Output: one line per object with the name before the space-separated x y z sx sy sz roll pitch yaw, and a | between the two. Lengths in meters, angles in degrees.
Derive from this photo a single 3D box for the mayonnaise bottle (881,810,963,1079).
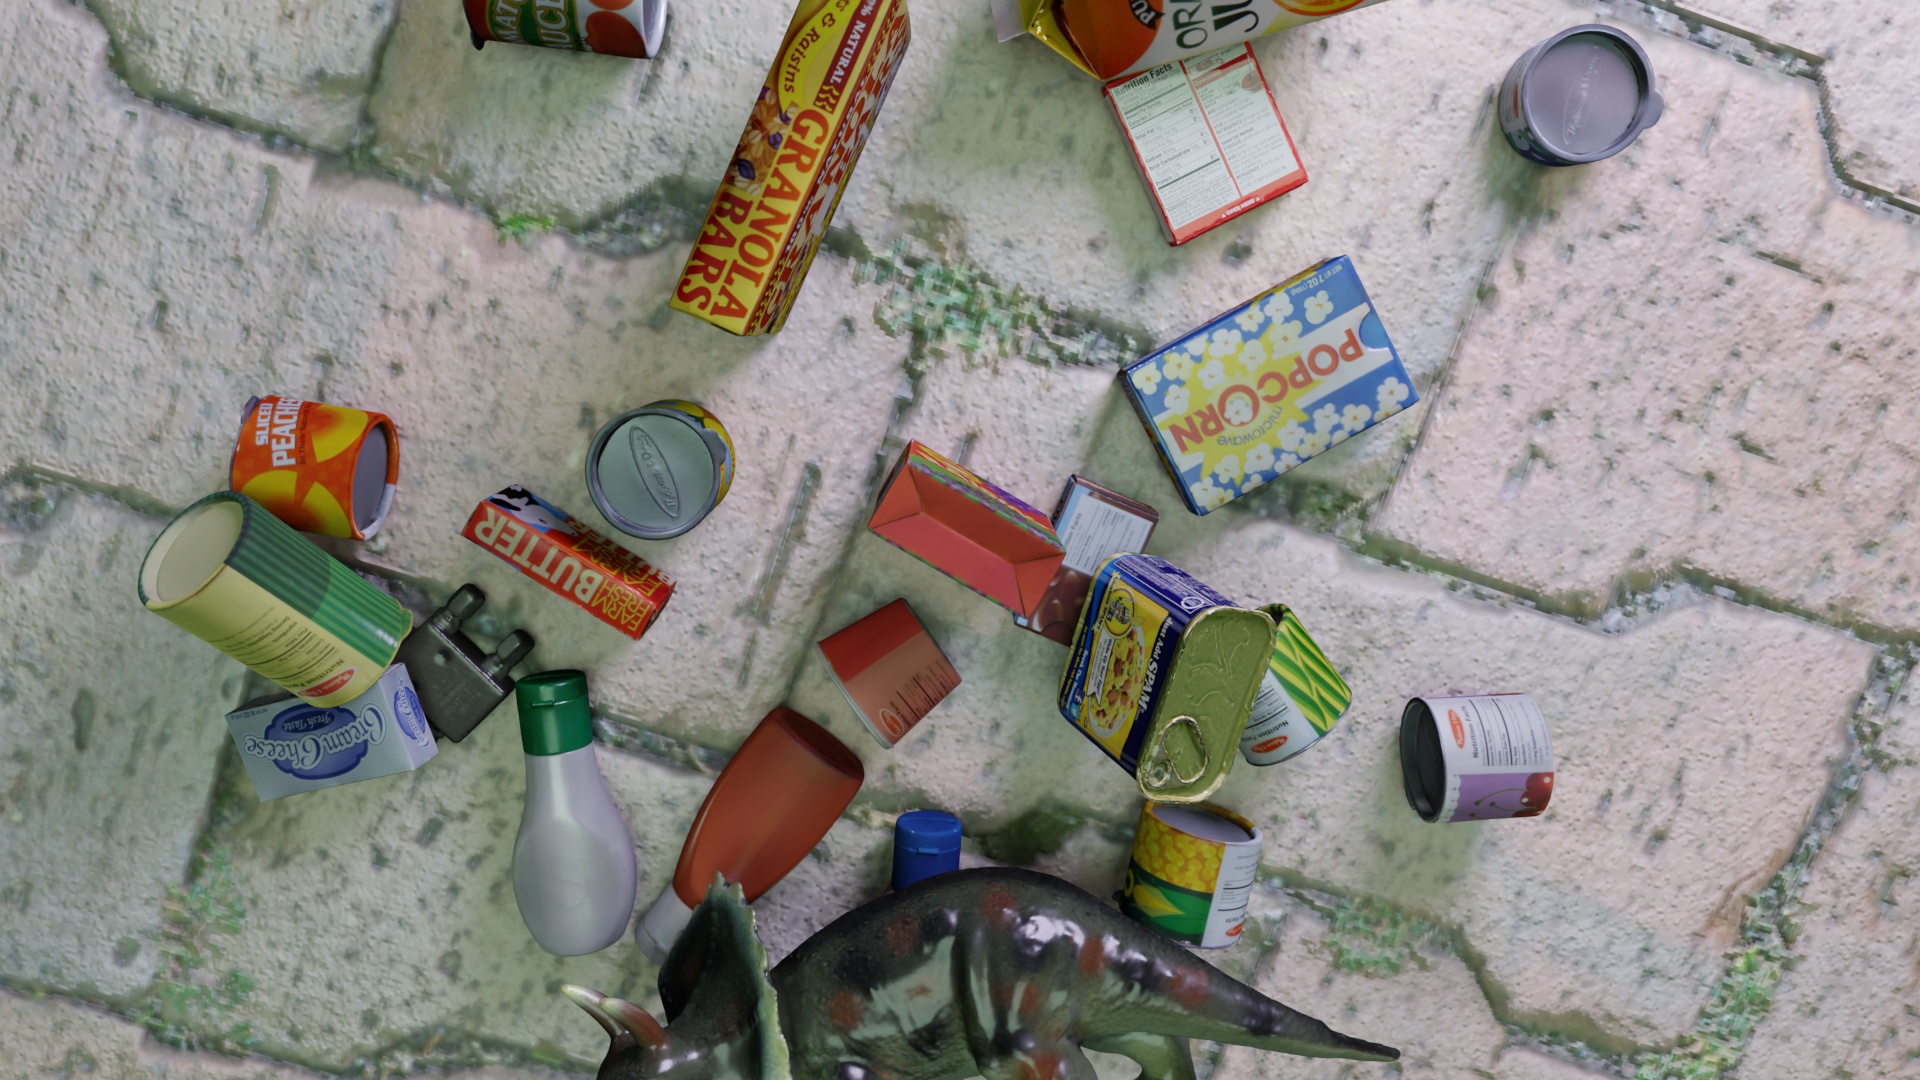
mayonnaise bottle | -0.022 0.224 0.759 0.065 0.041 0.147 4 98 -2

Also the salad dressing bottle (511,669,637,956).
salad dressing bottle | -0.210 0.144 0.741 0.064 0.044 0.147 -4 98 0

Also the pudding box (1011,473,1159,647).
pudding box | 0.064 0.013 0.730 0.050 0.030 0.083 22 98 -6

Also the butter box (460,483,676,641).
butter box | -0.198 0.010 0.713 0.103 0.053 0.024 32 100 -6

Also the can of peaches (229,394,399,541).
can of peaches | -0.321 -0.037 0.695 0.058 0.071 0.071 10 99 -3

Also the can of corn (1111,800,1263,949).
can of corn | 0.121 0.175 0.741 0.071 0.071 0.058 11 99 -3

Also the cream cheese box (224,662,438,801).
cream cheese box | -0.329 0.101 0.728 0.104 0.024 0.053 -14 101 18

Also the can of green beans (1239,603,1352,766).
can of green beans | 0.160 0.074 0.724 0.071 0.071 0.058 -37 98 5

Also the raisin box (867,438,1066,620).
raisin box | 0.002 -0.009 0.678 0.086 0.123 0.040 29 98 -5

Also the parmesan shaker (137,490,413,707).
parmesan shaker | -0.330 0.028 0.676 0.071 0.071 0.102 -31 139 4

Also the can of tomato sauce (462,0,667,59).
can of tomato sauce | -0.187 -0.266 0.661 0.083 0.071 0.071 6 100 -3

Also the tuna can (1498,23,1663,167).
tuna can | 0.309 -0.221 0.694 0.071 0.033 0.071 0 100 -1

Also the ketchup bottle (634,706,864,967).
ketchup bottle | -0.118 0.164 0.745 0.065 0.043 0.148 37 97 -6

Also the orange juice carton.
orange juice carton | 0.106 -0.274 0.642 0.193 0.072 0.072 -14 137 9

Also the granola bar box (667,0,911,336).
granola bar box | -0.075 -0.177 0.649 0.039 0.124 0.165 25 99 -4

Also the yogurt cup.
yogurt cup | -0.036 0.066 0.721 0.054 0.072 0.072 -36 98 -3

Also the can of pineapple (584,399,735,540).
can of pineapple | -0.148 -0.037 0.704 0.071 0.058 0.071 0 100 -1

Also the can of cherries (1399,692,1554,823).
can of cherries | 0.271 0.115 0.735 0.058 0.071 0.071 -3 100 -1

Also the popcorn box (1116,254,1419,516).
popcorn box | 0.156 -0.079 0.713 0.127 0.038 0.085 -28 98 4
